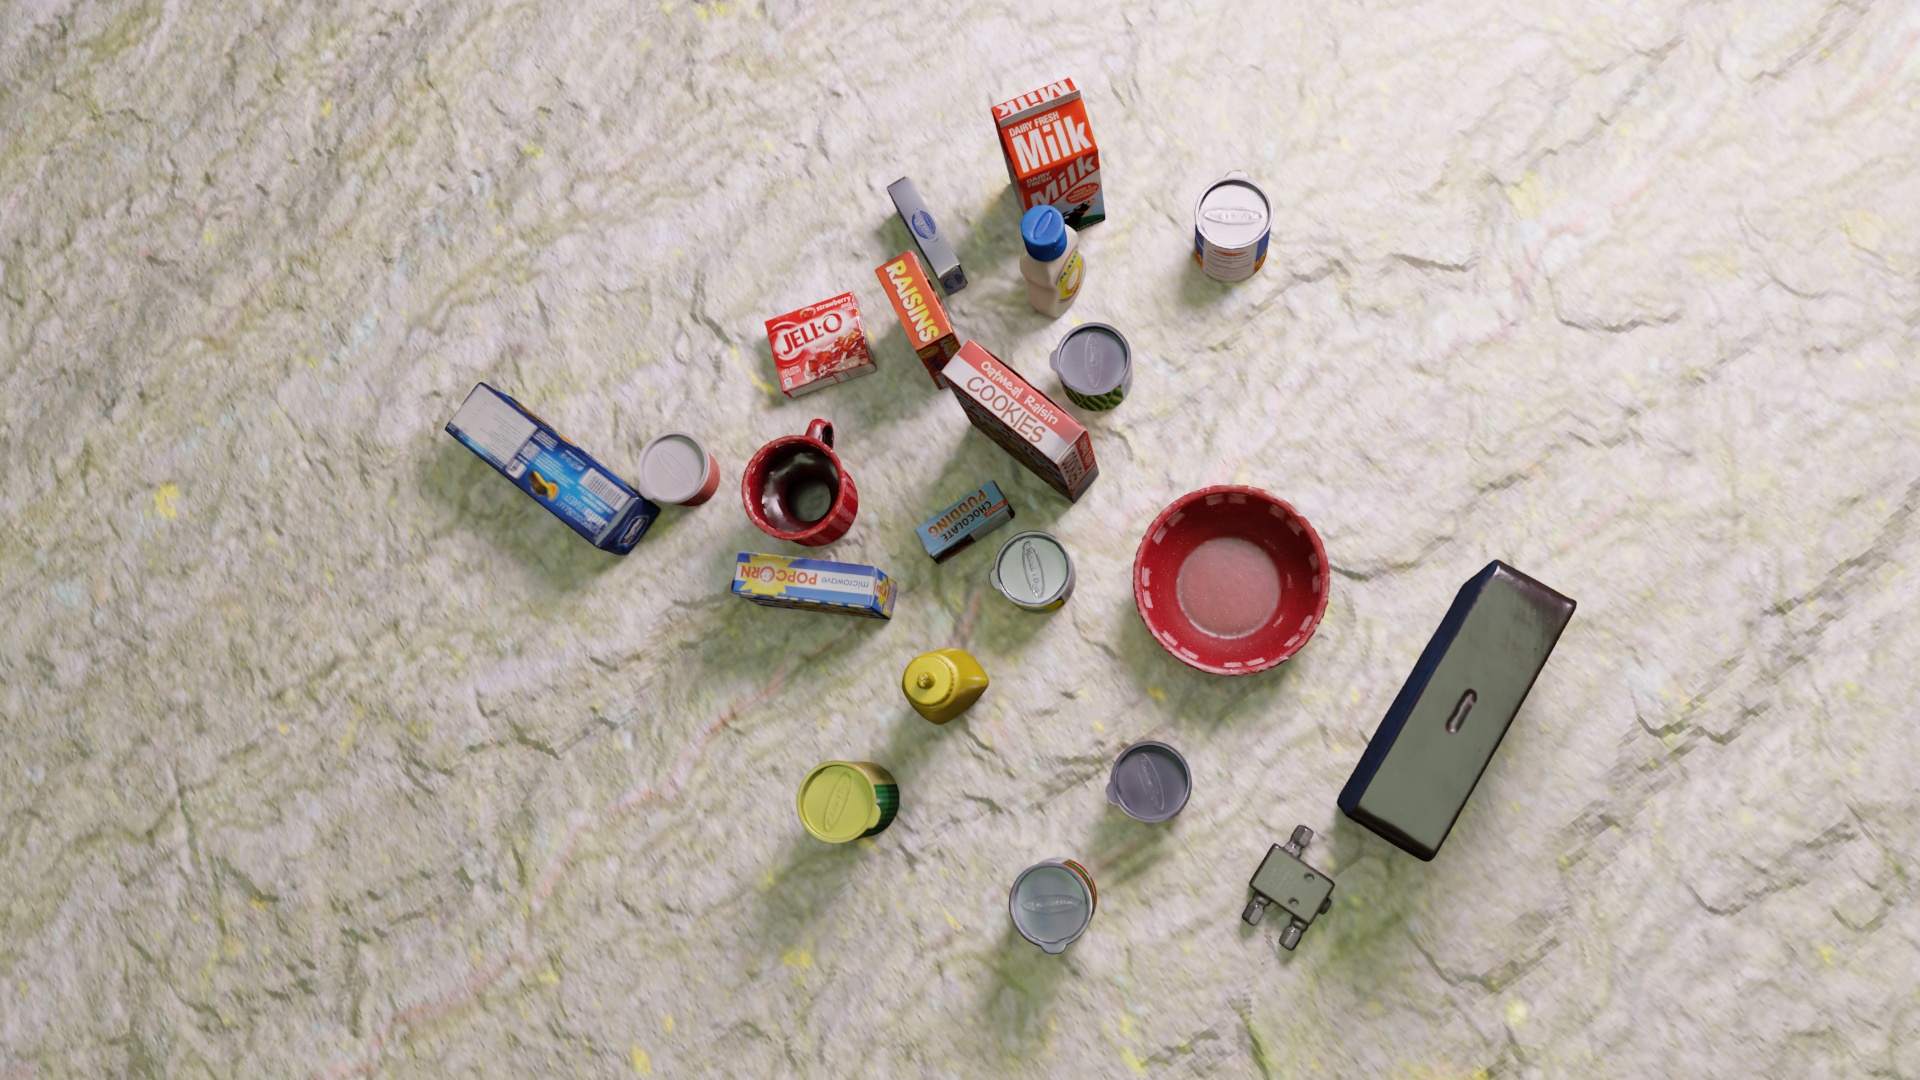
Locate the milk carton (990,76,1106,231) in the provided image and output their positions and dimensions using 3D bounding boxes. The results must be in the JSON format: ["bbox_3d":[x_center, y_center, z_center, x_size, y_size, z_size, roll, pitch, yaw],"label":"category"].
[{"bbox_3d":[0.077,-0.331,1.198,0.072,0.190,0.073,-21,78,5],"label":"milk carton"}]

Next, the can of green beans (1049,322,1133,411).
[{"bbox_3d":[0.119,-0.152,1.226,0.071,0.057,0.071,-2,80,9],"label":"can of green beans"}]

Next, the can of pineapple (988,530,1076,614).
[{"bbox_3d":[0.064,0.028,1.202,0.071,0.058,0.071,-2,80,9],"label":"can of pineapple"}]

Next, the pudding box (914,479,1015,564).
[{"bbox_3d":[0.004,-0.015,1.223,0.084,0.049,0.030,-33,77,2],"label":"pudding box"}]

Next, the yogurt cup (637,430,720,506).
[{"bbox_3d":[-0.254,-0.062,1.271,0.072,0.054,0.072,-2,80,9],"label":"yogurt cup"}]

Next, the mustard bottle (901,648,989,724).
[{"bbox_3d":[-0.017,0.117,1.146,0.065,0.160,0.049,-41,77,0],"label":"mustard bottle"}]

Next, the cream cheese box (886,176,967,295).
[{"bbox_3d":[-0.030,-0.279,1.275,0.024,0.053,0.104,-30,77,3],"label":"cream cheese box"}]

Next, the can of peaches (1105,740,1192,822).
[{"bbox_3d":[0.157,0.201,1.155,0.071,0.058,0.071,-2,80,9],"label":"can of peaches"}]

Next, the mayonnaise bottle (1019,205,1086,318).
[{"bbox_3d":[0.078,-0.244,1.203,0.041,0.148,0.065,29,86,13],"label":"mayonnaise bottle"}]

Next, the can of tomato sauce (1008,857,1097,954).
[{"bbox_3d":[0.078,0.297,1.137,0.071,0.083,0.071,-2,80,9],"label":"can of tomato sauce"}]

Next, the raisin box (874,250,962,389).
[{"bbox_3d":[-0.030,-0.192,1.223,0.040,0.123,0.086,-27,77,4],"label":"raisin box"}]

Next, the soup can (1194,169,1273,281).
[{"bbox_3d":[0.239,-0.274,1.216,0.071,0.083,0.071,-2,80,9],"label":"soup can"}]

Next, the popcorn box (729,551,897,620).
[{"bbox_3d":[-0.126,0.041,1.216,0.127,0.085,0.038,6,81,10],"label":"popcorn box"}]

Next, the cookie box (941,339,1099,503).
[{"bbox_3d":[0.055,-0.097,1.170,0.123,0.167,0.040,39,88,13],"label":"cookie box"}]

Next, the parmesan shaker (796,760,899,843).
[{"bbox_3d":[-0.090,0.220,1.168,0.071,0.103,0.071,-2,80,9],"label":"parmesan shaker"}]
